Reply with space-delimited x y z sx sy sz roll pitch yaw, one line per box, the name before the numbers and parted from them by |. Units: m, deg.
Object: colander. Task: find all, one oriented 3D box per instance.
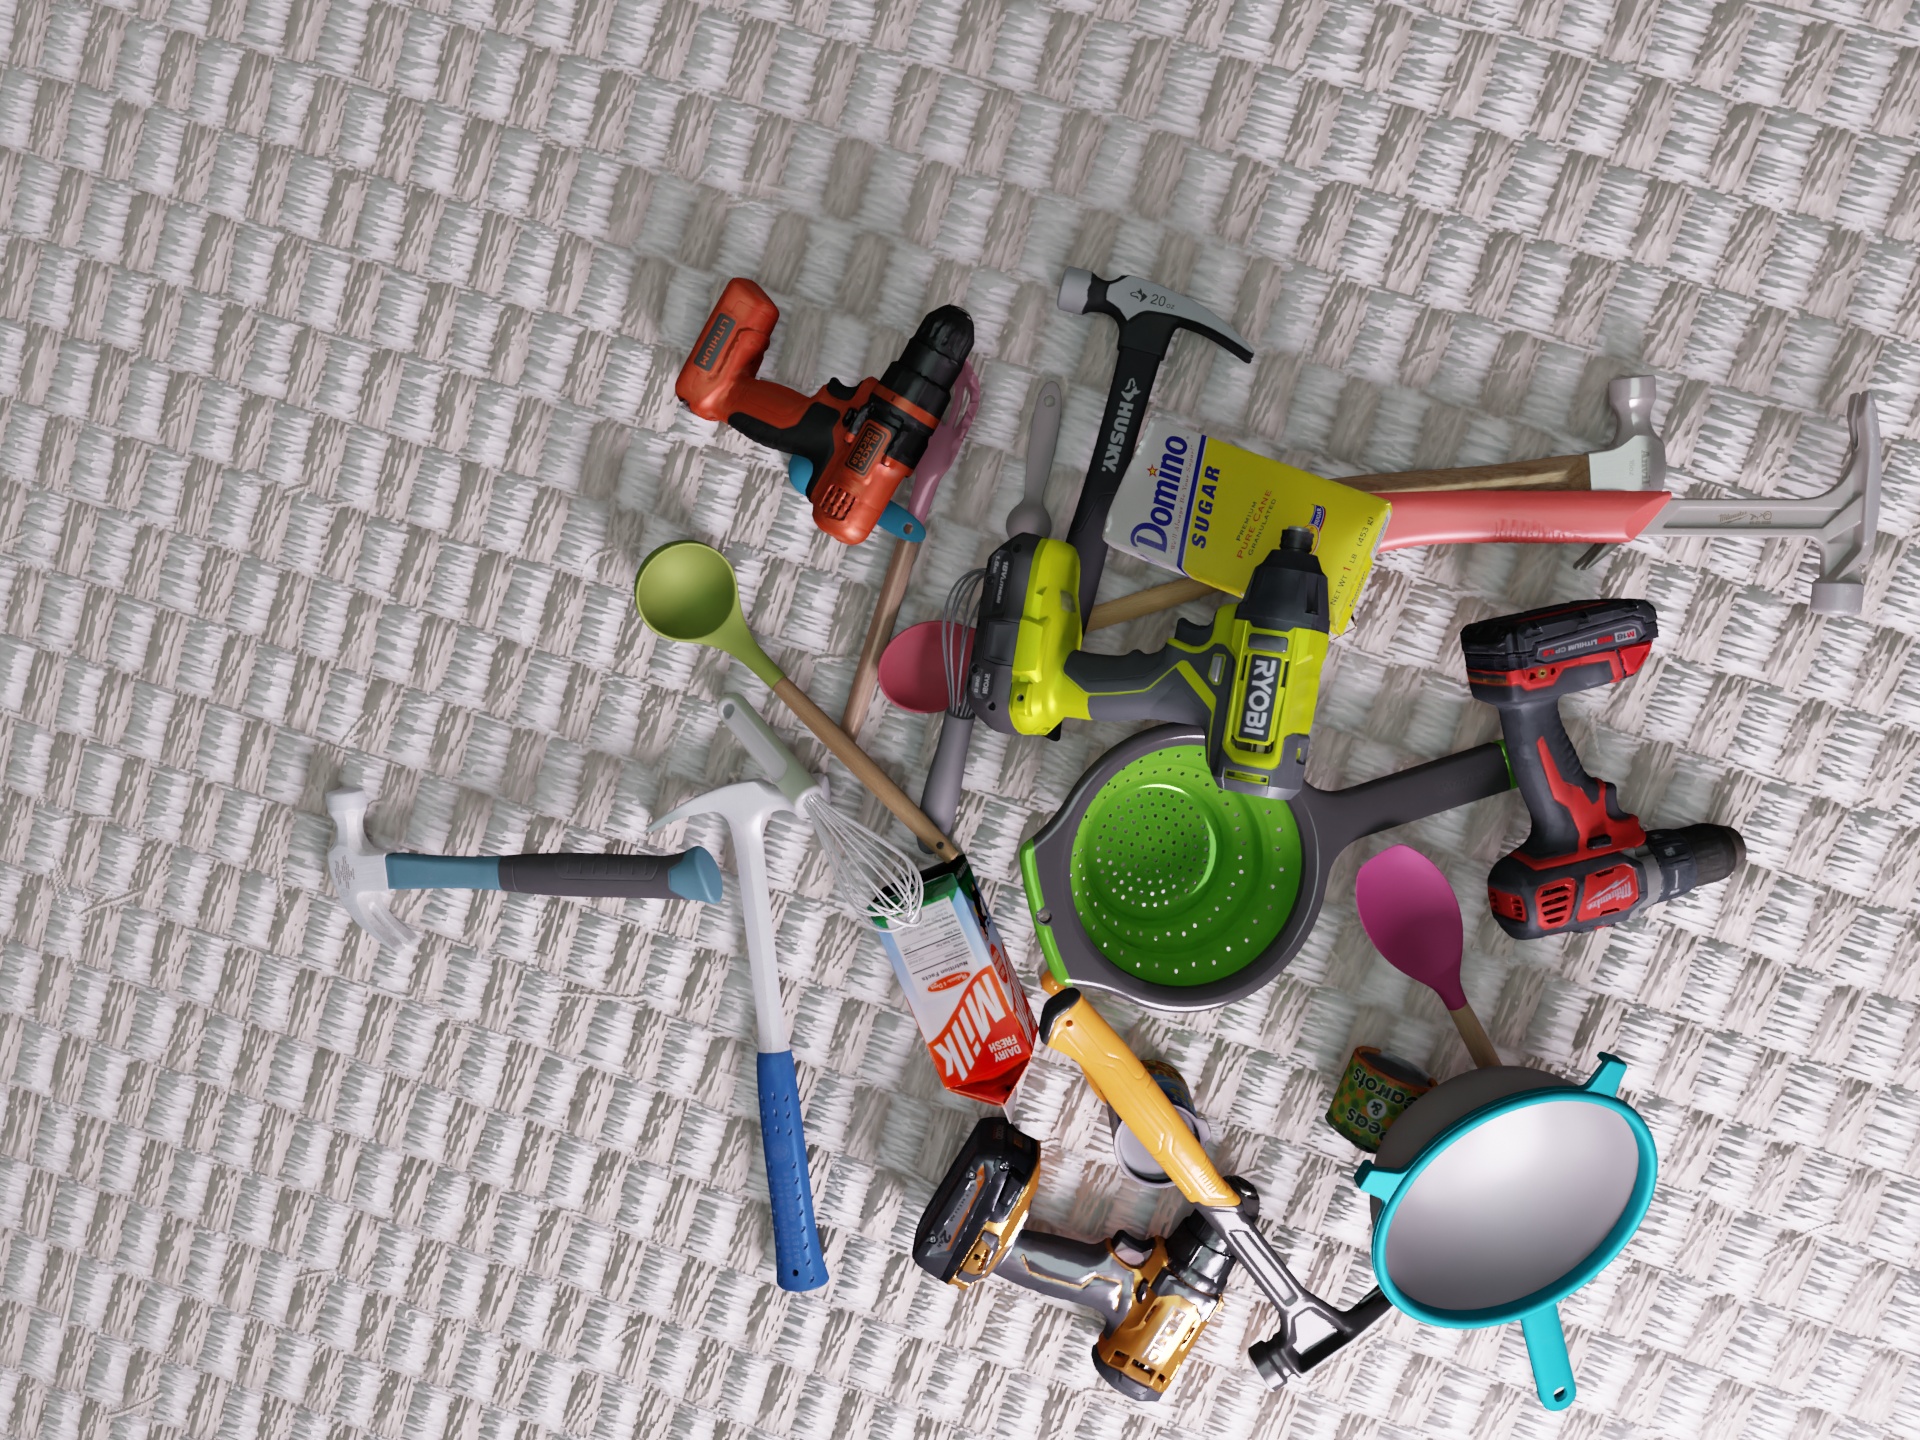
colander | 0.229 0.076 1.158 0.397 0.094 0.204 -17 97 -9

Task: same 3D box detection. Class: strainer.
strainer | 0.389 0.366 1.147 0.211 0.095 0.340 -24 121 -2

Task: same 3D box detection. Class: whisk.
whisk | -0.107 0.063 1.169 0.247 0.059 0.058 47 110 27
whisk | -0.002 -0.003 1.166 0.055 0.055 0.238 15 115 5

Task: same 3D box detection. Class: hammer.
hammer | 0.103 -0.149 1.146 0.146 0.035 0.335 16 92 5
hammer | 0.328 -0.161 1.135 0.331 0.031 0.130 -6 96 8
hammer | -0.341 0.117 1.231 0.331 0.033 0.128 0 98 16
hammer | 0.433 -0.149 1.088 0.359 0.037 0.149 1 96 7
hammer | -0.153 0.246 1.242 0.144 0.035 0.405 -5 96 7
hammer | 0.174 0.319 1.126 0.127 0.034 0.336 -37 99 6

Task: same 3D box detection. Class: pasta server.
pasta server | -0.047 -0.120 1.184 0.060 0.040 0.316 23 101 26

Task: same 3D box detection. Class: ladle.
ladle | -0.119 -0.010 1.183 0.320 0.062 0.078 45 91 5
ladle | 0.090 -0.074 1.178 0.315 0.031 0.069 -17 103 7

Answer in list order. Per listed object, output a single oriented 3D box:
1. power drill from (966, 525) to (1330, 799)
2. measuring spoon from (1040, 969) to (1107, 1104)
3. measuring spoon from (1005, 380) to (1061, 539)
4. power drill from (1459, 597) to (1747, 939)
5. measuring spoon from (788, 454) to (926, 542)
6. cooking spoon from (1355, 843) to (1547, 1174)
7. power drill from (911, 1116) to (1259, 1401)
power drill | 0.127 -0.051 1.046 0.223 0.080 0.171 10 92 24
measuring spoon | 0.092 0.245 1.223 0.021 0.011 0.117 -25 94 9
measuring spoon | 0.057 -0.189 1.172 0.034 0.018 0.124 10 97 6
power drill | 0.450 0.030 1.112 0.188 0.080 0.226 -12 96 -11
measuring spoon | -0.079 -0.166 1.171 0.129 0.021 0.042 33 105 21
cooking spoon | 0.370 0.226 1.152 0.069 0.017 0.318 -31 104 -3
power drill | 0.100 0.389 1.207 0.226 0.084 0.185 30 99 -2
